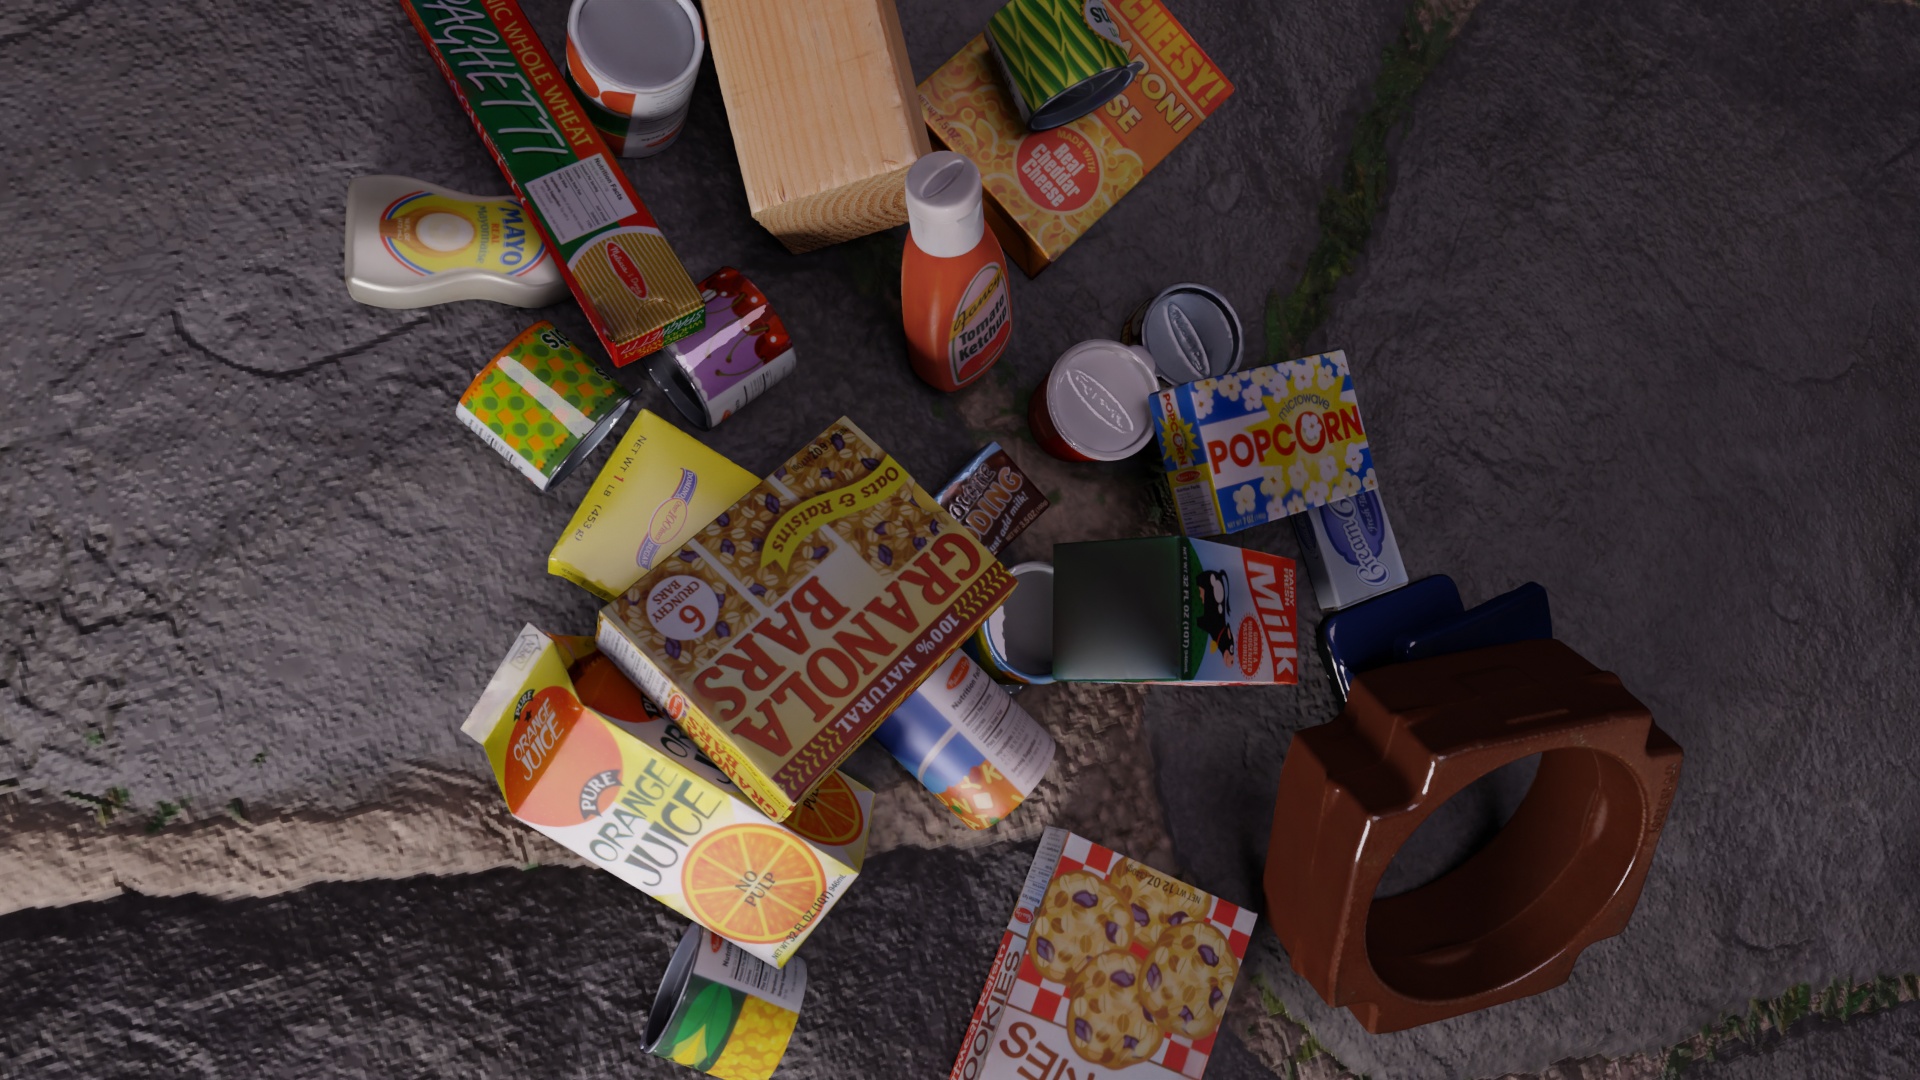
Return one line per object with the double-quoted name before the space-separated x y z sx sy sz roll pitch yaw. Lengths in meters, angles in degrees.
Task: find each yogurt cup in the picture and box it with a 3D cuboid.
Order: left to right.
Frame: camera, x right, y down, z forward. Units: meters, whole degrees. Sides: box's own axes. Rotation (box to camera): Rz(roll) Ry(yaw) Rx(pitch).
"yogurt cup" 0.072 -0.075 0.785 0.072 0.054 0.072 2 83 -17

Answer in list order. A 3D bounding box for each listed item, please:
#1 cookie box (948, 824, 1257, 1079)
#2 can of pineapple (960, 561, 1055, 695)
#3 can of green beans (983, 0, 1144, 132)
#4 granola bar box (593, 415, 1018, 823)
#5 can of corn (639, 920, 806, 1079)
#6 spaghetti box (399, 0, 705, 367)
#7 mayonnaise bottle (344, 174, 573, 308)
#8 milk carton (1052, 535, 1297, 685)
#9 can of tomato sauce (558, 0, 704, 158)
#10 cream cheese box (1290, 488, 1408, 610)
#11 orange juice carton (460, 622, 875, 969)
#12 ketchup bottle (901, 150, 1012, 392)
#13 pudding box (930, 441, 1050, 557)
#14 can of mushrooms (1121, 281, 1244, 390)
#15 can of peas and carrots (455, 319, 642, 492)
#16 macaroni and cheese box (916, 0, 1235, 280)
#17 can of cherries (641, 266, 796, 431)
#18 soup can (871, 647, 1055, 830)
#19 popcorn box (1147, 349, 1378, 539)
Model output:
"cookie box" 0.075 0.257 0.751 0.123 0.040 0.168 26 76 -13
"can of pineapple" 0.034 0.048 0.755 0.071 0.057 0.071 2 83 -18
"can of green beans" 0.054 -0.264 0.754 0.071 0.071 0.058 -25 90 -19
"granola bar box" -0.070 0.033 0.667 0.124 0.039 0.166 43 59 6
"can of corn" -0.116 0.229 0.682 0.058 0.071 0.071 25 77 -14
"spaghetti box" -0.208 -0.199 0.692 0.050 0.028 0.250 -28 76 -19
"mayonnaise bottle" -0.230 -0.148 0.705 0.148 0.041 0.065 0 78 -17
"milk carton" 0.129 0.043 0.753 0.191 0.073 0.072 8 80 -54
"can of tomato sauce" -0.171 -0.245 0.714 0.071 0.083 0.071 2 82 -17
"cream cheese box" 0.230 -0.014 0.843 0.053 0.024 0.104 -17 88 -18
"orange juice carton" -0.142 0.116 0.671 0.192 0.073 0.071 34 109 -11
"ketchup bottle" -0.004 -0.139 0.720 0.043 0.148 0.065 37 73 19
"pudding box" 0.003 -0.010 0.767 0.084 0.030 0.049 -43 96 -18
"can of mushrooms" 0.129 -0.116 0.819 0.071 0.033 0.071 2 83 -18
"can of peas and carrots" -0.204 -0.069 0.690 0.058 0.071 0.071 42 73 -8
"macaroni and cheese box" 0.061 -0.254 0.812 0.167 0.040 0.123 -45 97 -17
"can of cherries" -0.128 -0.101 0.718 0.058 0.071 0.071 -38 95 -18
"soup can" -0.003 0.102 0.735 0.083 0.071 0.071 45 73 -9
"popcorn box" 0.171 -0.055 0.779 0.127 0.038 0.085 -15 90 -33
